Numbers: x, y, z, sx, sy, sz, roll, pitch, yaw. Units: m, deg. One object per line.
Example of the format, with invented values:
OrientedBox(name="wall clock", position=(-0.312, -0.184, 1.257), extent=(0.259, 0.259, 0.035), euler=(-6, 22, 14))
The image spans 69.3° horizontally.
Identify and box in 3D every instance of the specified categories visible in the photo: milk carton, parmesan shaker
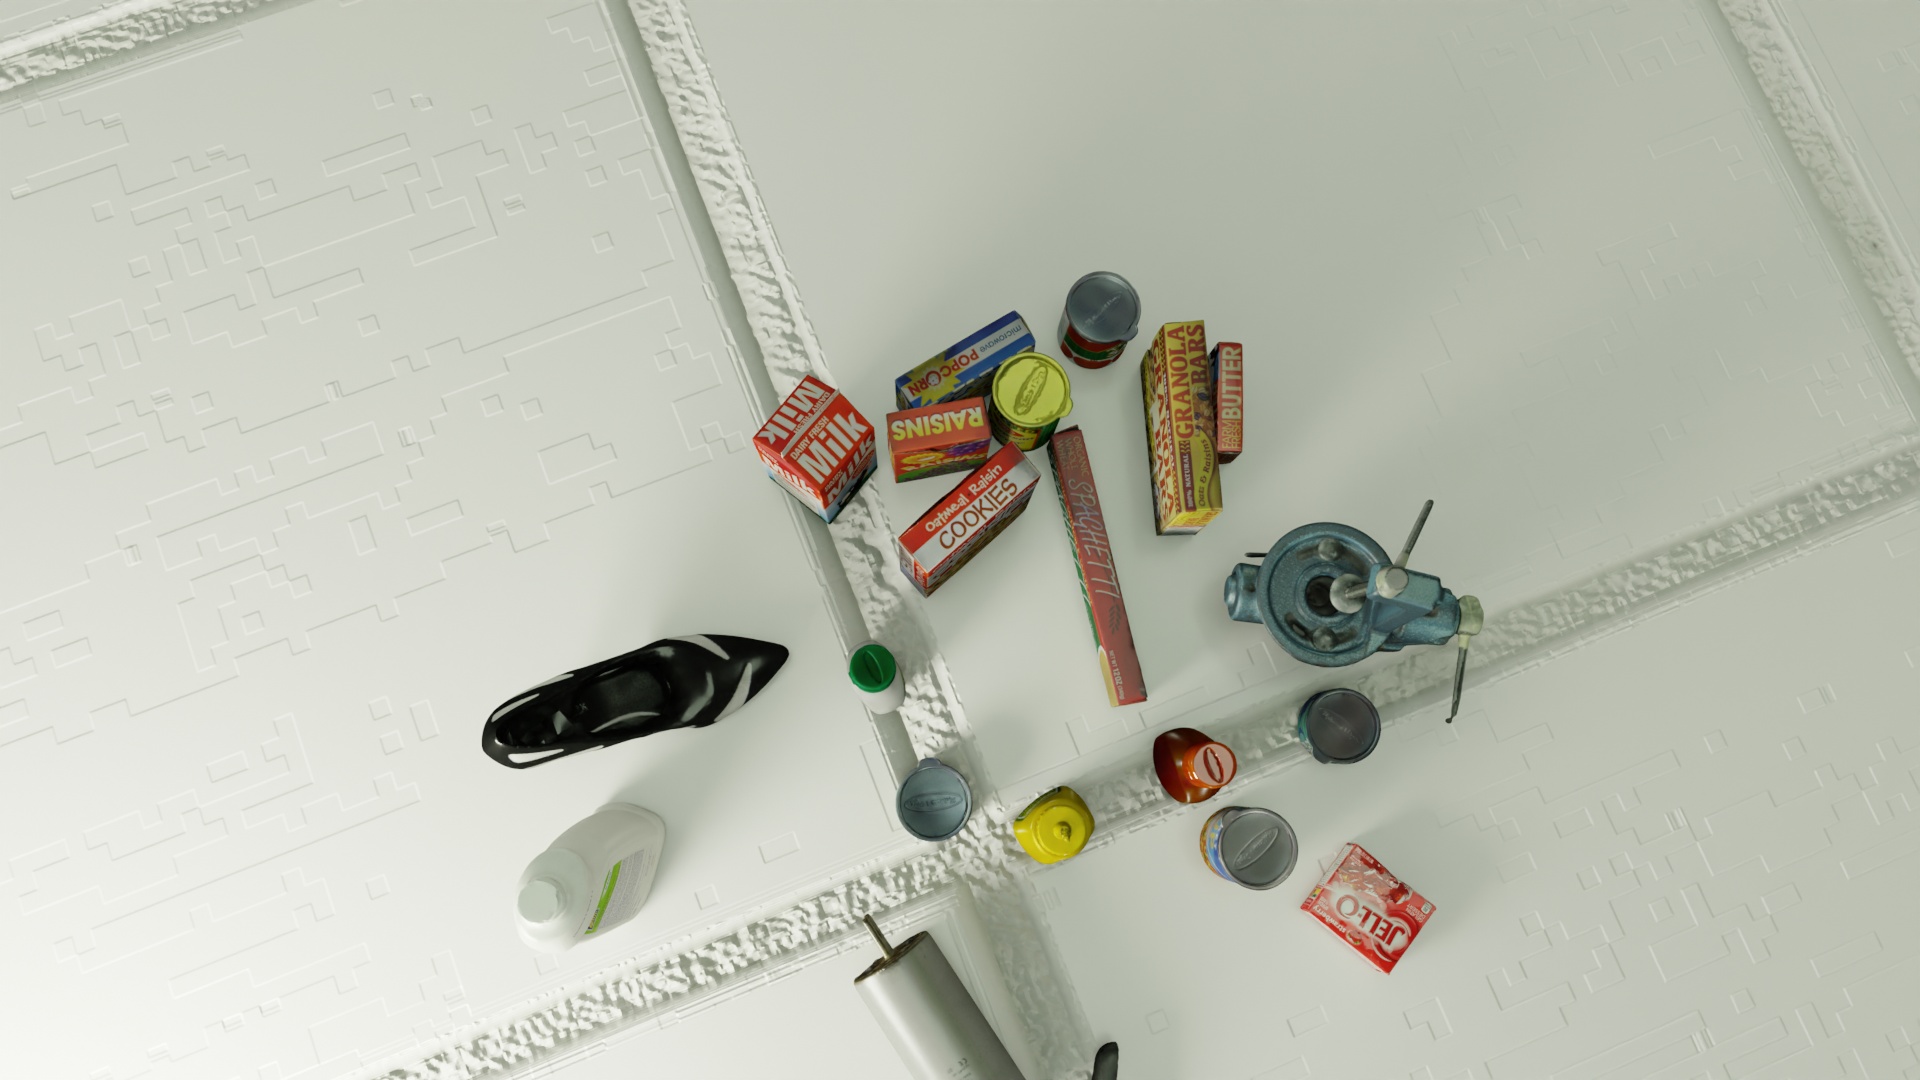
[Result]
OrientedBox(name="milk carton", position=(-0.120, -0.078, 1.167), extent=(0.073, 0.190, 0.072), euler=(38, 82, 4))
OrientedBox(name="parmesan shaker", position=(0.061, -0.118, 1.225), extent=(0.071, 0.103, 0.071), euler=(0, 81, -2))

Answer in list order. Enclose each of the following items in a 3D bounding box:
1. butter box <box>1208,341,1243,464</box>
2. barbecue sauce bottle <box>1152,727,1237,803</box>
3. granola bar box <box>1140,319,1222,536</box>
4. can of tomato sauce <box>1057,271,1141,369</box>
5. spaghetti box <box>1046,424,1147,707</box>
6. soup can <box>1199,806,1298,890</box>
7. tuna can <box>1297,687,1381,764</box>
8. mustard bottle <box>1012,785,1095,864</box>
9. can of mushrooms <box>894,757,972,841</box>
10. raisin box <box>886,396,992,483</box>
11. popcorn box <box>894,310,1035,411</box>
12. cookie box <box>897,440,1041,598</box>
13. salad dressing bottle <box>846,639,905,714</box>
OrientedBox(name="butter box", position=(0.239, -0.123, 1.257), extent=(0.024, 0.053, 0.103), euler=(2, 80, -1))
OrientedBox(name="barbecue sauce bottle", position=(0.195, 0.187, 1.153), extent=(0.044, 0.148, 0.065), euler=(-18, 82, -5))
OrientedBox(name="granola bar box", position=(0.191, -0.094, 1.214), extent=(0.039, 0.124, 0.165), euler=(-4, 80, -2))
OrientedBox(name="can of tomato sauce", position=(0.125, -0.196, 1.251), extent=(0.071, 0.083, 0.071), euler=(0, 80, -2))
OrientedBox(name="spaghetti box", position=(0.120, 0.023, 1.229), extent=(0.029, 0.050, 0.250), euler=(-13, 81, -4))
OrientedBox(name="soup can", position=(0.240, 0.256, 1.175), extent=(0.071, 0.083, 0.071), euler=(0, 80, -2))
OrientedBox(name="tuna can", position=(0.330, 0.165, 1.220), extent=(0.071, 0.032, 0.071), euler=(0, 80, -2))
OrientedBox(name="mustard bottle", position=(0.079, 0.233, 1.135), extent=(0.065, 0.160, 0.049), euler=(-37, 84, -7))
OrientedBox(name="can of mushrooms", position=(-0.023, 0.223, 1.197), extent=(0.071, 0.033, 0.071), euler=(0, 80, -2))
OrientedBox(name="raisin box", position=(-0.020, -0.085, 1.206), extent=(0.086, 0.123, 0.040), euler=(-10, 81, -3))
OrientedBox(name="popcorn box", position=(0.004, -0.147, 1.237), extent=(0.127, 0.085, 0.038), euler=(-31, 83, -7))
OrientedBox(name="cookie box", position=(0.004, -0.015, 1.172), extent=(0.123, 0.167, 0.040), euler=(-42, 84, -8))
OrientedBox(name="salad dressing bottle", position=(-0.071, 0.111, 1.157), extent=(0.044, 0.147, 0.064), euler=(-26, 82, -6))
